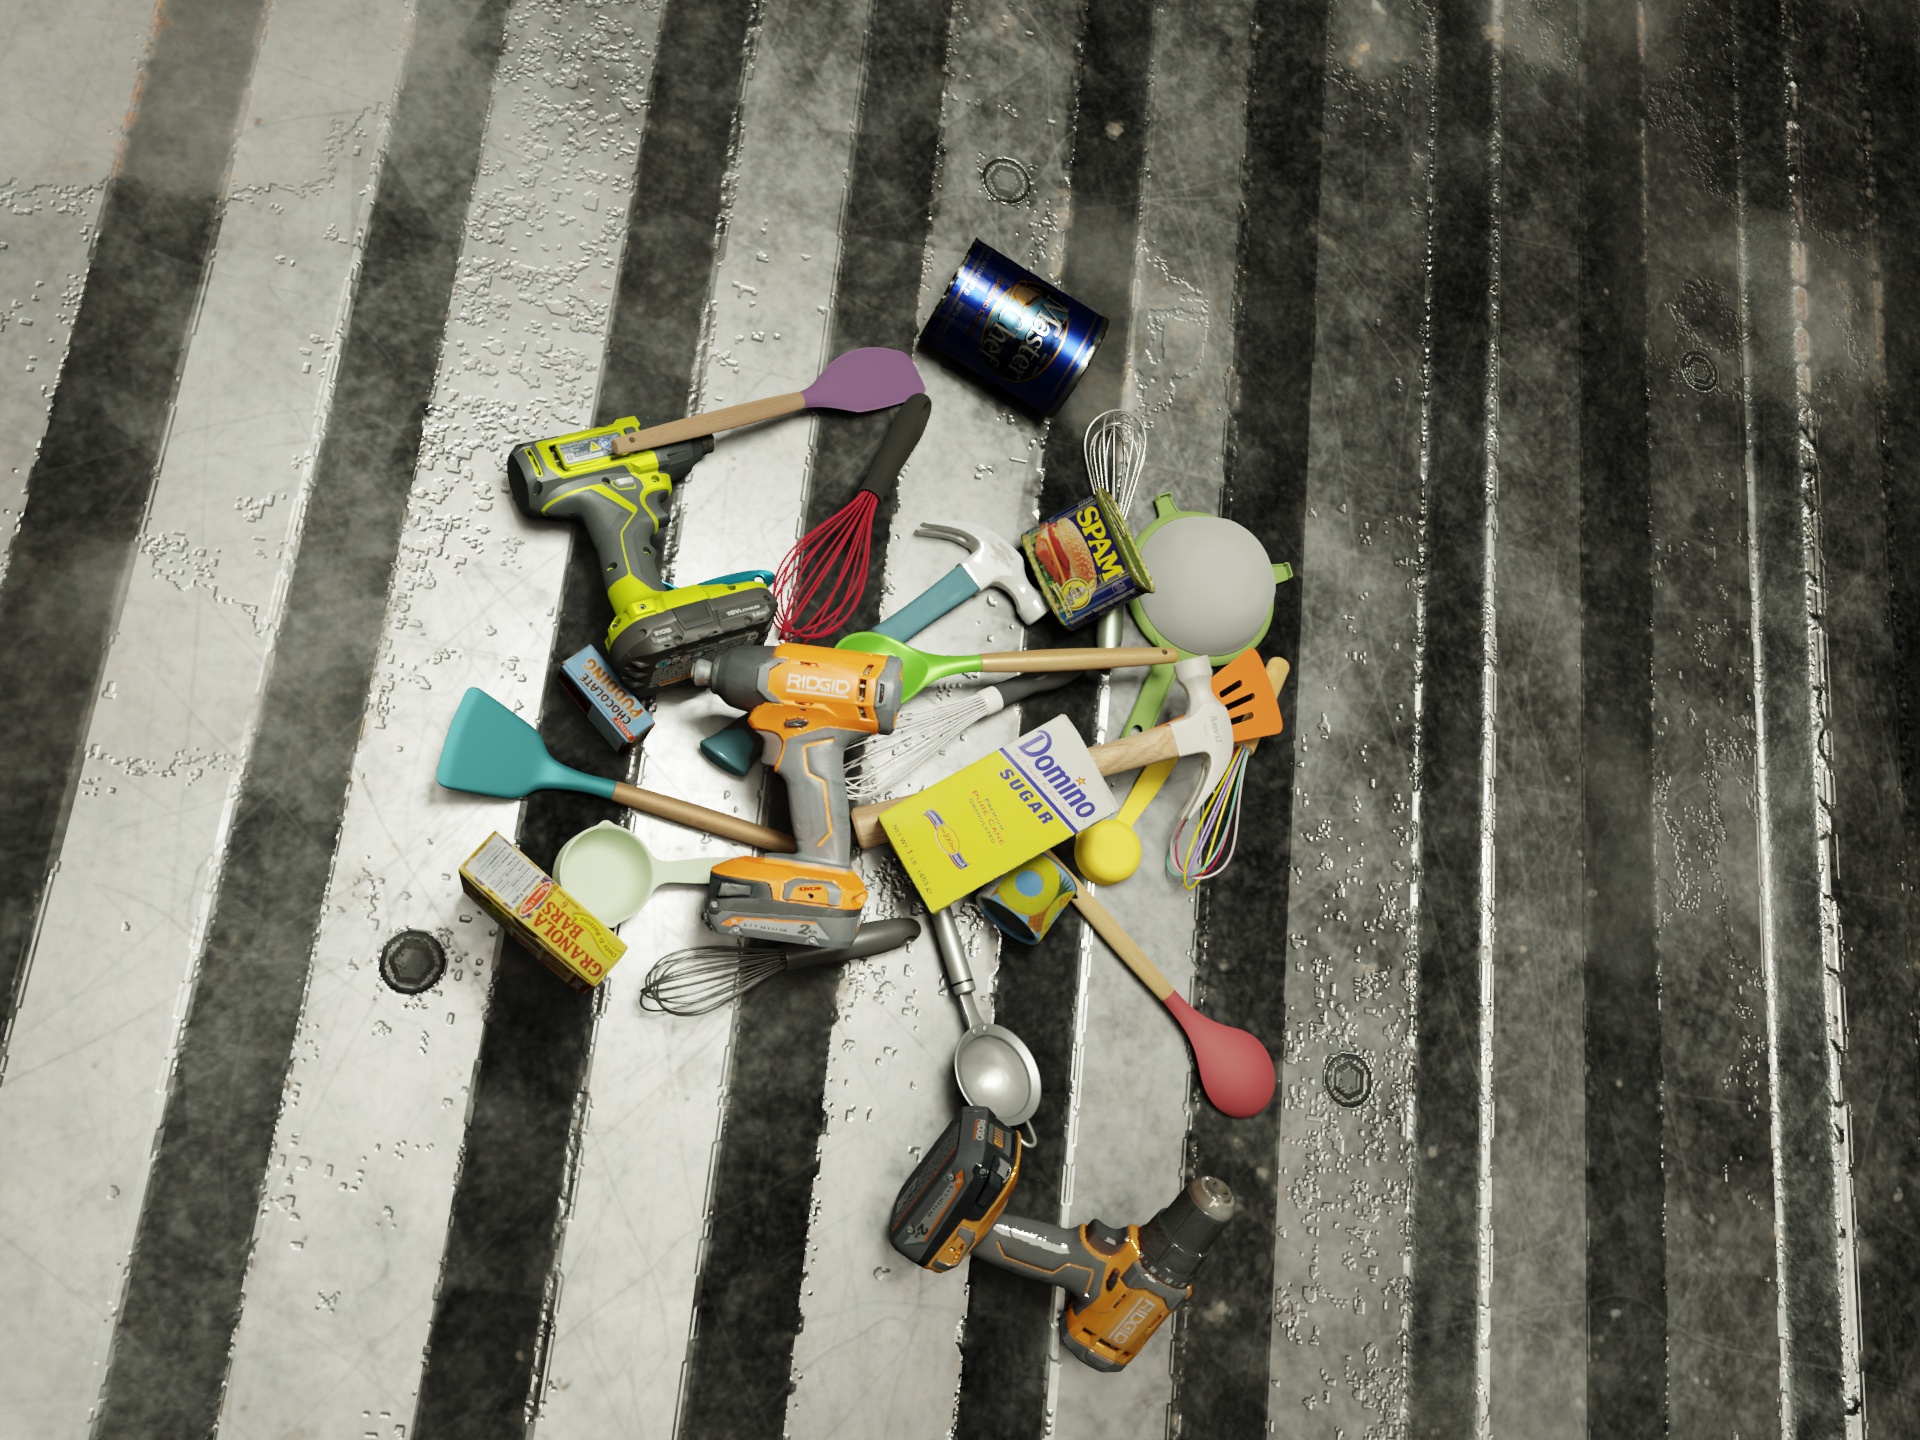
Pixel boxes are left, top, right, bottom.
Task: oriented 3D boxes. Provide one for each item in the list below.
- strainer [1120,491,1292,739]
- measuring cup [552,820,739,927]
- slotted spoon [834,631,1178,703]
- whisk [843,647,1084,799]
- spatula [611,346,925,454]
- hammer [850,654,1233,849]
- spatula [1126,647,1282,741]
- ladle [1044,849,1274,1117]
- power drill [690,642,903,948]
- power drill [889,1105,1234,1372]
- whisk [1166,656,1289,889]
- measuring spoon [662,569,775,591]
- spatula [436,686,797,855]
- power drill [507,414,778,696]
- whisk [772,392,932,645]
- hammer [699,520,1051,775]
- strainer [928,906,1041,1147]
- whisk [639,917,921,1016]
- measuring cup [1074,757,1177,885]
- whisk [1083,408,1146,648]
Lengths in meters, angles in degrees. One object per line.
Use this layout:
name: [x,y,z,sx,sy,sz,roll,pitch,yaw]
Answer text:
strainer: [0.209,-0.085,1.431,0.151,0.069,0.256,30,68,-9]
measuring cup: [-0.242,0.122,1.262,0.167,0.038,0.083,1,77,-34]
slotted spoon: [0.041,-0.048,1.351,0.313,0.031,0.070,-3,65,-18]
whisk: [-0.002,-0.005,1.353,0.284,0.070,0.070,-25,85,-26]
spatula: [-0.158,-0.270,1.355,0.316,0.018,0.060,-24,84,-36]
hammer: [0.071,0.050,1.337,0.331,0.031,0.130,-16,88,-7]
spatula: [0.134,0.027,1.382,0.322,0.041,0.081,-21,94,-9]
ladle: [0.161,0.216,1.367,0.069,0.031,0.315,-42,90,-21]
power drill: [-0.138,0.053,1.235,0.164,0.084,0.226,8,90,1]
power drill: [0.083,0.387,1.229,0.226,0.084,0.185,31,110,-8]
whisk: [0.245,0.046,1.431,0.047,0.051,0.245,41,63,-27]
measuring spoon: [-0.214,-0.104,1.334,0.128,0.021,0.042,-17,73,-30]
spatula: [-0.250,0.063,1.264,0.317,0.044,0.082,18,68,-14]
power drill: [-0.244,-0.144,1.284,0.171,0.080,0.223,-19,71,-28]
whisk: [-0.085,-0.176,1.353,0.073,0.073,0.296,31,58,-8]
hammer: [-0.078,-0.058,1.353,0.331,0.033,0.128,-37,91,-22]
strainer: [0.005,0.228,1.307,0.086,0.050,0.259,-4,70,-43]
whisk: [-0.140,0.192,1.268,0.239,0.055,0.055,-10,80,-24]
measuring cup: [0.156,0.075,1.396,0.062,0.029,0.156,37,71,-6]
whisk: [0.138,-0.167,1.446,0.059,0.057,0.246,-1,78,18]
